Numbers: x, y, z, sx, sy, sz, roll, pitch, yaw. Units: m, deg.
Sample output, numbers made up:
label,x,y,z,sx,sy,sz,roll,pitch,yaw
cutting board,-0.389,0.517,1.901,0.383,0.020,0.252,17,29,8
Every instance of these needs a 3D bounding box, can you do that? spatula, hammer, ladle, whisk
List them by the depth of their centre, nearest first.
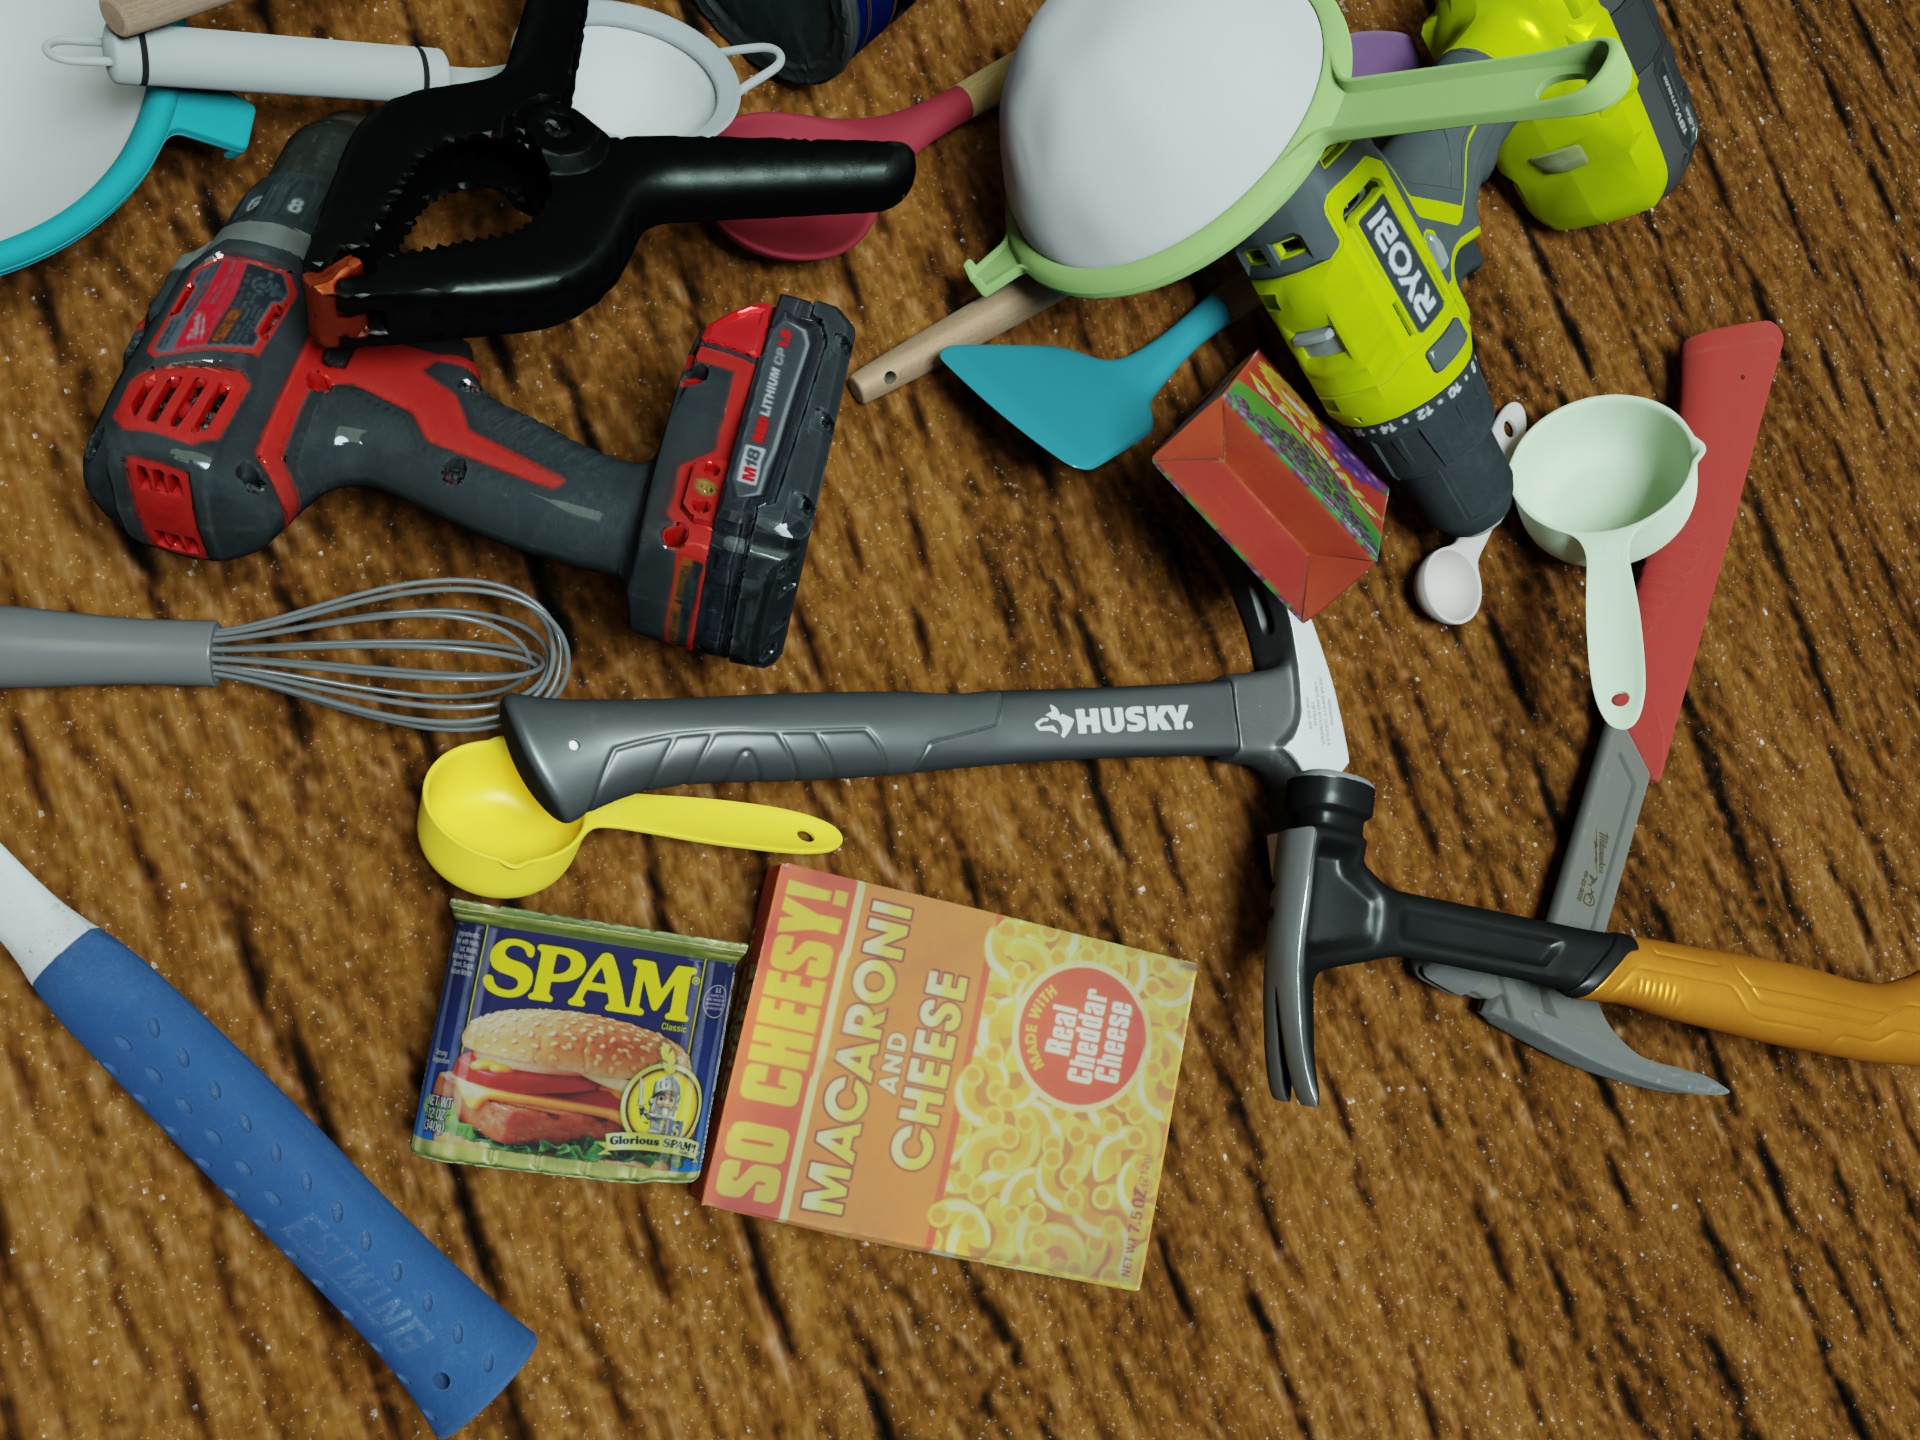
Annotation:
label,x,y,z,sx,sy,sz,roll,pitch,yaw
hammer,-0.283,0.062,0.496,0.144,0.035,0.405,-43,94,0
whisk,-0.255,-0.025,0.539,0.239,0.055,0.055,1,81,-13
hammer,-0.001,-0.002,0.602,0.334,0.035,0.146,-2,81,-23
hammer,0.279,0.112,0.648,0.336,0.034,0.127,12,78,-15
ladle,0.020,-0.275,0.676,0.315,0.031,0.069,-36,88,-21
spatula,0.084,-0.216,0.683,0.316,0.018,0.059,-33,120,-16
spatula,0.133,-0.197,0.687,0.317,0.044,0.082,-37,65,-21
hammer,0.320,-0.020,0.718,0.149,0.036,0.359,26,75,-11

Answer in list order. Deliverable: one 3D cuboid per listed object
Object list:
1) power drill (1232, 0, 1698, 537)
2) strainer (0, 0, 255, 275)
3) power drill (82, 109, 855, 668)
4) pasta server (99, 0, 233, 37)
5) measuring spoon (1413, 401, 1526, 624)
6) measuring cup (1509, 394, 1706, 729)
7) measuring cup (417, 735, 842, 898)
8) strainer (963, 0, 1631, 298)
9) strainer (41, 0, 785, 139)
label,x,y,z,sx,sy,sz,roll,pitch,yaw
power drill,0.220,-0.210,0.677,0.228,0.080,0.190,-50,117,-22
strainer,-0.409,-0.193,0.468,0.340,0.095,0.211,-41,110,-33
power drill,-0.156,-0.121,0.549,0.226,0.080,0.188,13,56,-7
pasta server,-0.173,-0.314,0.577,0.060,0.040,0.316,40,54,5
measuring spoon,0.230,-0.095,0.718,0.034,0.018,0.124,36,65,-20
measuring cup,0.279,-0.063,0.682,0.083,0.038,0.168,-6,60,25
measuring cup,-0.118,0.043,0.579,0.156,0.029,0.062,9,41,-29
strainer,0.101,-0.230,0.560,0.069,0.256,0.151,35,75,-43
strainer,-0.183,-0.230,0.571,0.258,0.050,0.087,-11,61,-35
